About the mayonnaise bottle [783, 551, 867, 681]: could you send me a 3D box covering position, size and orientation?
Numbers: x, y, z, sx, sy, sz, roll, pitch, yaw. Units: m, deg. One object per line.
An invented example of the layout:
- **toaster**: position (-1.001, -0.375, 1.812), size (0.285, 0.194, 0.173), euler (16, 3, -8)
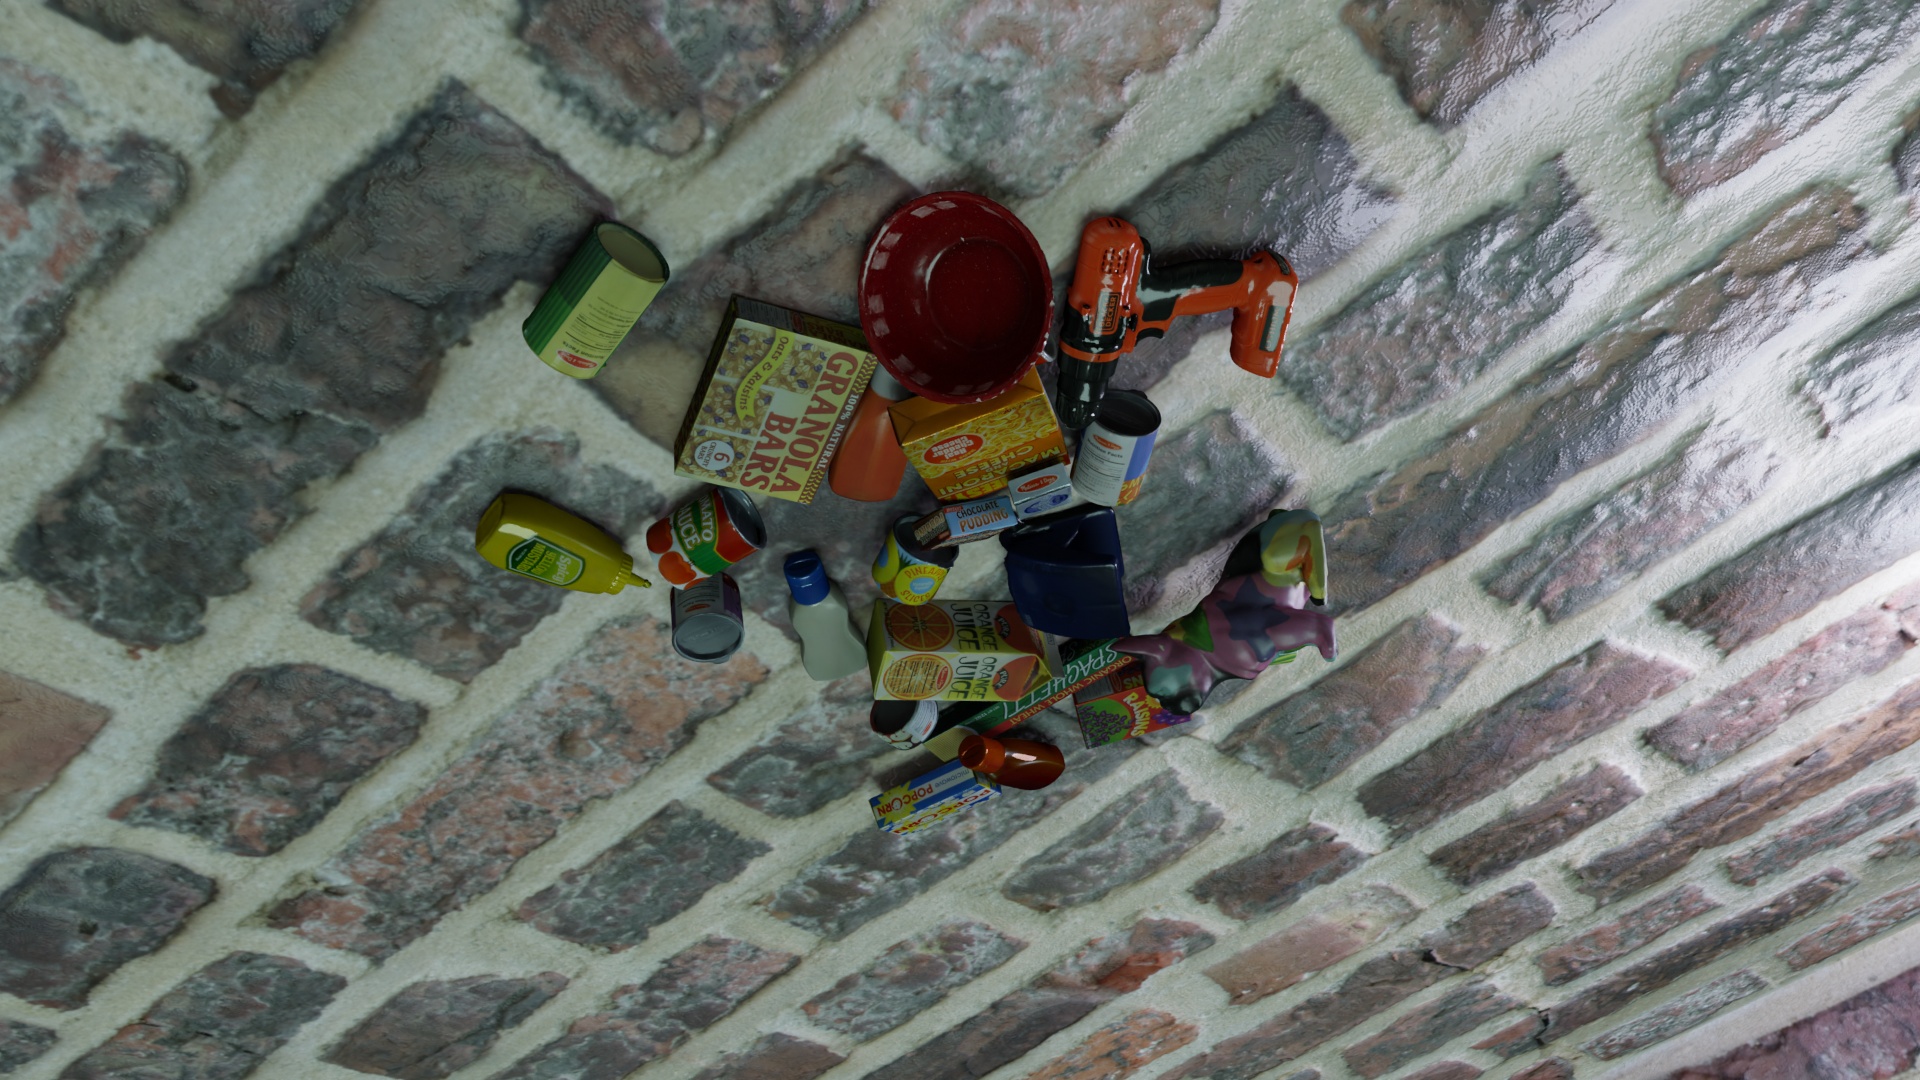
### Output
- **mayonnaise bottle**: position (-0.134, 0.073, 1.332), size (0.065, 0.041, 0.147), euler (-15, 134, -1)

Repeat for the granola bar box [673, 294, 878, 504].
- **granola bar box**: position (-0.154, -0.113, 1.149), size (0.124, 0.039, 0.164), euler (12, 128, -24)

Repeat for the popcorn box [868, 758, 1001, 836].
- **popcorn box**: position (-0.026, 0.285, 1.544), size (0.126, 0.038, 0.085), euler (-26, 157, 11)

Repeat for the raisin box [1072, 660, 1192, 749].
- **raisin box**: position (0.186, 0.174, 1.511), size (0.123, 0.040, 0.085), euler (-16, 134, 0)

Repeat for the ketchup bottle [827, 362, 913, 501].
- **ketchup bottle**: position (-0.068, -0.100, 1.180), size (0.065, 0.044, 0.148), euler (4, 131, -19)

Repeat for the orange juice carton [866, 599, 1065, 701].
- **orange juice carton**: position (0.008, 0.110, 1.380), size (0.193, 0.072, 0.072), euler (2, 132, -16)

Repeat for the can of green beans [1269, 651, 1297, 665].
- **can of green beans**: position (0.314, 0.099, 1.453), size (0.058, 0.071, 0.071), euler (-7, 134, -8)

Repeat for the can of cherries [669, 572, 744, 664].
- **can of cherries**: position (-0.236, 0.072, 1.292), size (0.071, 0.059, 0.071), euler (-8, 134, -8)

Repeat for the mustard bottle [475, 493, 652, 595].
- **mustard bottle**: position (-0.339, 0.013, 1.215), size (0.160, 0.049, 0.065), euler (25, 124, -32)

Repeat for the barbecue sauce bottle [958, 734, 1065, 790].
- **barbecue sauce bottle**: position (0.053, 0.239, 1.507), size (0.064, 0.044, 0.148), euler (-34, 149, 21)

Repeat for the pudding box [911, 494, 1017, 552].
- **pudding box**: position (0.004, -0.016, 1.257), size (0.084, 0.030, 0.049), euler (-11, 168, -41)

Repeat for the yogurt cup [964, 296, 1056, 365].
- **yogurt cup**: position (0.039, -0.167, 1.131), size (0.054, 0.073, 0.072), euler (-24, 135, 20)

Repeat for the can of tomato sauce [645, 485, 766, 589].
- **can of tomato sauce**: position (-0.224, -0.004, 1.215), size (0.083, 0.071, 0.071), euler (-28, 133, 14)

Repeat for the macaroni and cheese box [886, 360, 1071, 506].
- **macaroni and cheese box**: position (0.021, -0.088, 1.170), size (0.124, 0.040, 0.166), euler (-19, 161, 6)

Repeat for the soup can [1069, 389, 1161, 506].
- **soup can**: position (0.138, -0.083, 1.236), size (0.071, 0.072, 0.083), euler (-1, 134, -13)

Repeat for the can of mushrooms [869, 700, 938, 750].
- **can of mushrooms**: position (-0.061, 0.181, 1.436), size (0.071, 0.071, 0.033), euler (-33, 132, 17)

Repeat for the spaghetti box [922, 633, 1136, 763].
- **spaghetti box**: position (0.070, 0.161, 1.476), size (0.249, 0.029, 0.050), euler (-31, 134, 15)

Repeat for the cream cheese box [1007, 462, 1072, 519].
- **cream cheese box**: position (0.072, -0.043, 1.245), size (0.053, 0.024, 0.103), euler (-19, 173, 3)

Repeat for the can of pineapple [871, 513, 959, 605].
- **can of pineapple**: position (-0.042, 0.019, 1.282), size (0.071, 0.071, 0.057), euler (11, 130, -23)

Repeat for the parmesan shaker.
- **parmesan shaker**: position (-0.270, -0.179, 1.038), size (0.071, 0.071, 0.102), euler (27, 121, -33)
